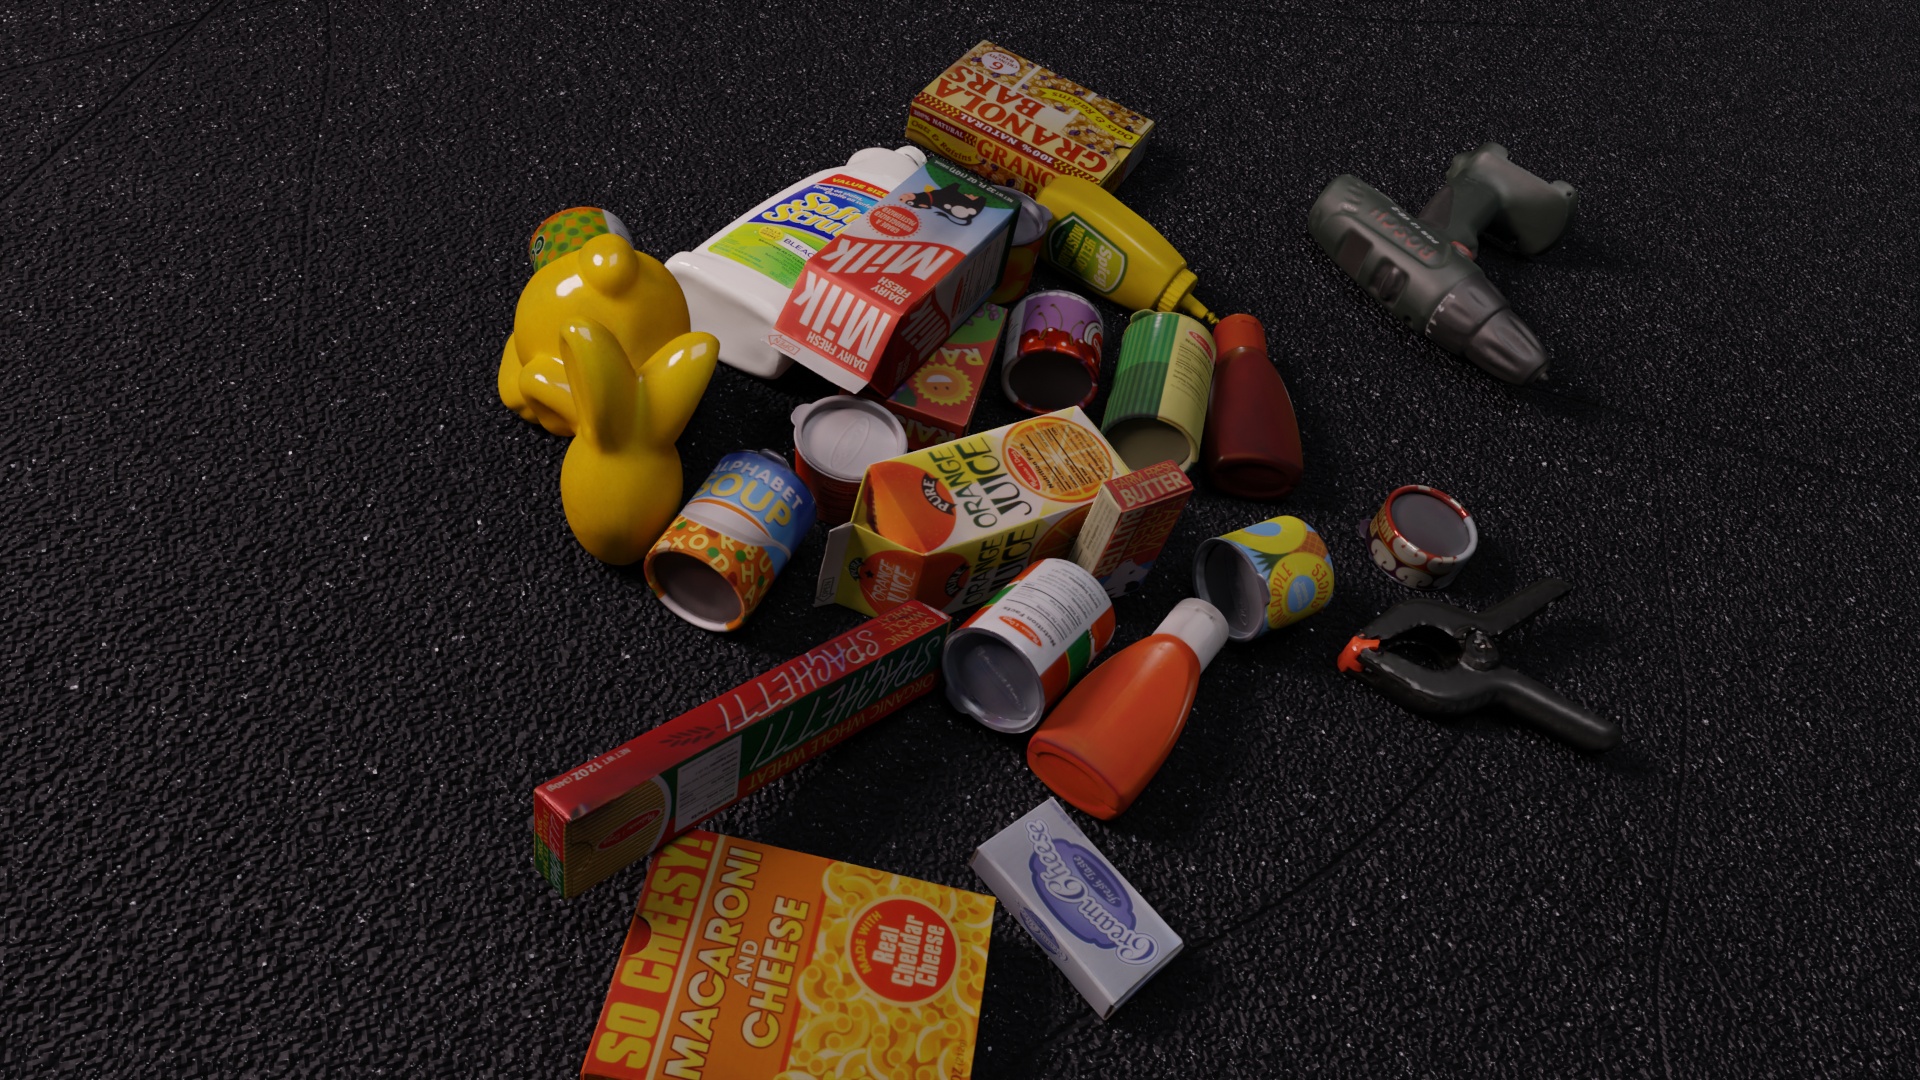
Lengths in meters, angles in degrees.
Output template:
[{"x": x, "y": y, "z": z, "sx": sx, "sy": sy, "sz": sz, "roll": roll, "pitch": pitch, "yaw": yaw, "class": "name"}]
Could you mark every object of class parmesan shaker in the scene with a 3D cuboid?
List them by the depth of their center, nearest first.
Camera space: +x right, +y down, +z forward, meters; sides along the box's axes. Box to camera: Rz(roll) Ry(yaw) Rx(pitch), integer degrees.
[{"x": 0.130, "y": -0.097, "z": 0.929, "sx": 0.071, "sy": 0.071, "sz": 0.103, "roll": 18, "pitch": 50, "yaw": 0, "class": "parmesan shaker"}]

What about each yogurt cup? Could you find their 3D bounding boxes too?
[{"x": -0.070, "y": -0.046, "z": 0.844, "sx": 0.072, "sy": 0.053, "sz": 0.073, "roll": 7, "pitch": 50, "yaw": -9, "class": "yogurt cup"}]

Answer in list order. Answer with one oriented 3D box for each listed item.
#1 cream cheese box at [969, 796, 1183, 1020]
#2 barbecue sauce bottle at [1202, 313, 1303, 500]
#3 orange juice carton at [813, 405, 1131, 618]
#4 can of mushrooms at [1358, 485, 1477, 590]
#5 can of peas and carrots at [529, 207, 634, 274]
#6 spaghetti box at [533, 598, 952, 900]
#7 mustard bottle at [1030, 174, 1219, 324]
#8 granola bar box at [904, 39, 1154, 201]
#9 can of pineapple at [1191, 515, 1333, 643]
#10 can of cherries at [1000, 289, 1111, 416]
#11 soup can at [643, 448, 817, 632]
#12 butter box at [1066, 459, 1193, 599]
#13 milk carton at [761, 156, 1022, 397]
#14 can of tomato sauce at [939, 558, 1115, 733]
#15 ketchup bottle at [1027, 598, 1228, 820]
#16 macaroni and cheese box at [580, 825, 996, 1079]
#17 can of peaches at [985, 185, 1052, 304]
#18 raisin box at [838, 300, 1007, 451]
[{"x": 0.059, "y": 0.185, "z": 0.708, "sx": 0.053, "sy": 0.024, "sz": 0.104, "roll": -29, "pitch": 64, "yaw": -32, "class": "cream cheese box"}, {"x": 0.199, "y": -0.096, "z": 0.964, "sx": 0.065, "sy": 0.043, "sz": 0.149, "roll": 10, "pitch": 49, "yaw": -7, "class": "barbecue sauce bottle"}, {"x": 0.003, "y": -0.010, "z": 0.822, "sx": 0.193, "sy": 0.071, "sz": 0.073, "roll": -18, "pitch": 58, "yaw": -27, "class": "orange juice carton"}, {"x": 0.304, "y": -0.003, "z": 0.922, "sx": 0.071, "sy": 0.033, "sz": 0.071, "roll": 7, "pitch": 51, "yaw": -9, "class": "can of mushrooms"}, {"x": -0.241, "y": -0.171, "z": 0.894, "sx": 0.071, "sy": 0.070, "sz": 0.059, "roll": -11, "pitch": 54, "yaw": -23, "class": "can of peas and carrots"}, {"x": -0.098, "y": 0.095, "z": 0.691, "sx": 0.029, "sy": 0.050, "sz": 0.251, "roll": 31, "pitch": 37, "yaw": 30, "class": "spaghetti box"}, {"x": 0.123, "y": -0.205, "z": 1.021, "sx": 0.160, "sy": 0.065, "sz": 0.049, "roll": 35, "pitch": 47, "yaw": 10, "class": "mustard bottle"}, {"x": 0.057, "y": -0.333, "z": 1.123, "sx": 0.166, "sy": 0.038, "sz": 0.125, "roll": 29, "pitch": 50, "yaw": 10, "class": "granola bar box"}, {"x": 0.185, "y": 0.023, "z": 0.846, "sx": 0.058, "sy": 0.070, "sz": 0.071, "roll": -17, "pitch": 58, "yaw": -27, "class": "can of pineapple"}, {"x": 0.065, "y": -0.125, "z": 0.936, "sx": 0.071, "sy": 0.071, "sz": 0.059, "roll": 13, "pitch": 50, "yaw": -4, "class": "can of cherries"}, {"x": -0.128, "y": -0.002, "z": 0.781, "sx": 0.071, "sy": 0.071, "sz": 0.084, "roll": 25, "pitch": 50, "yaw": 6, "class": "soup can"}, {"x": 0.095, "y": -0.001, "z": 0.819, "sx": 0.053, "sy": 0.103, "sz": 0.024, "roll": -18, "pitch": 59, "yaw": -28, "class": "butter box"}, {"x": -0.042, "y": -0.160, "z": 0.880, "sx": 0.072, "sy": 0.073, "sz": 0.191, "roll": 30, "pitch": 51, "yaw": 12, "class": "milk carton"}, {"x": 0.038, "y": 0.058, "z": 0.775, "sx": 0.071, "sy": 0.070, "sz": 0.083, "roll": 36, "pitch": 43, "yaw": 15, "class": "can of tomato sauce"}, {"x": 0.102, "y": 0.088, "z": 0.786, "sx": 0.065, "sy": 0.043, "sz": 0.149, "roll": 34, "pitch": 51, "yaw": 17, "class": "ketchup bottle"}, {"x": -0.075, "y": 0.208, "z": 0.643, "sx": 0.166, "sy": 0.040, "sz": 0.124, "roll": 14, "pitch": 49, "yaw": -4, "class": "macaroni and cheese box"}, {"x": 0.026, "y": -0.213, "z": 1.005, "sx": 0.071, "sy": 0.057, "sz": 0.071, "roll": 8, "pitch": 49, "yaw": -9, "class": "can of peaches"}, {"x": -0.025, "y": -0.116, "z": 0.924, "sx": 0.086, "sy": 0.039, "sz": 0.124, "roll": 18, "pitch": 48, "yaw": 0, "class": "raisin box"}]
